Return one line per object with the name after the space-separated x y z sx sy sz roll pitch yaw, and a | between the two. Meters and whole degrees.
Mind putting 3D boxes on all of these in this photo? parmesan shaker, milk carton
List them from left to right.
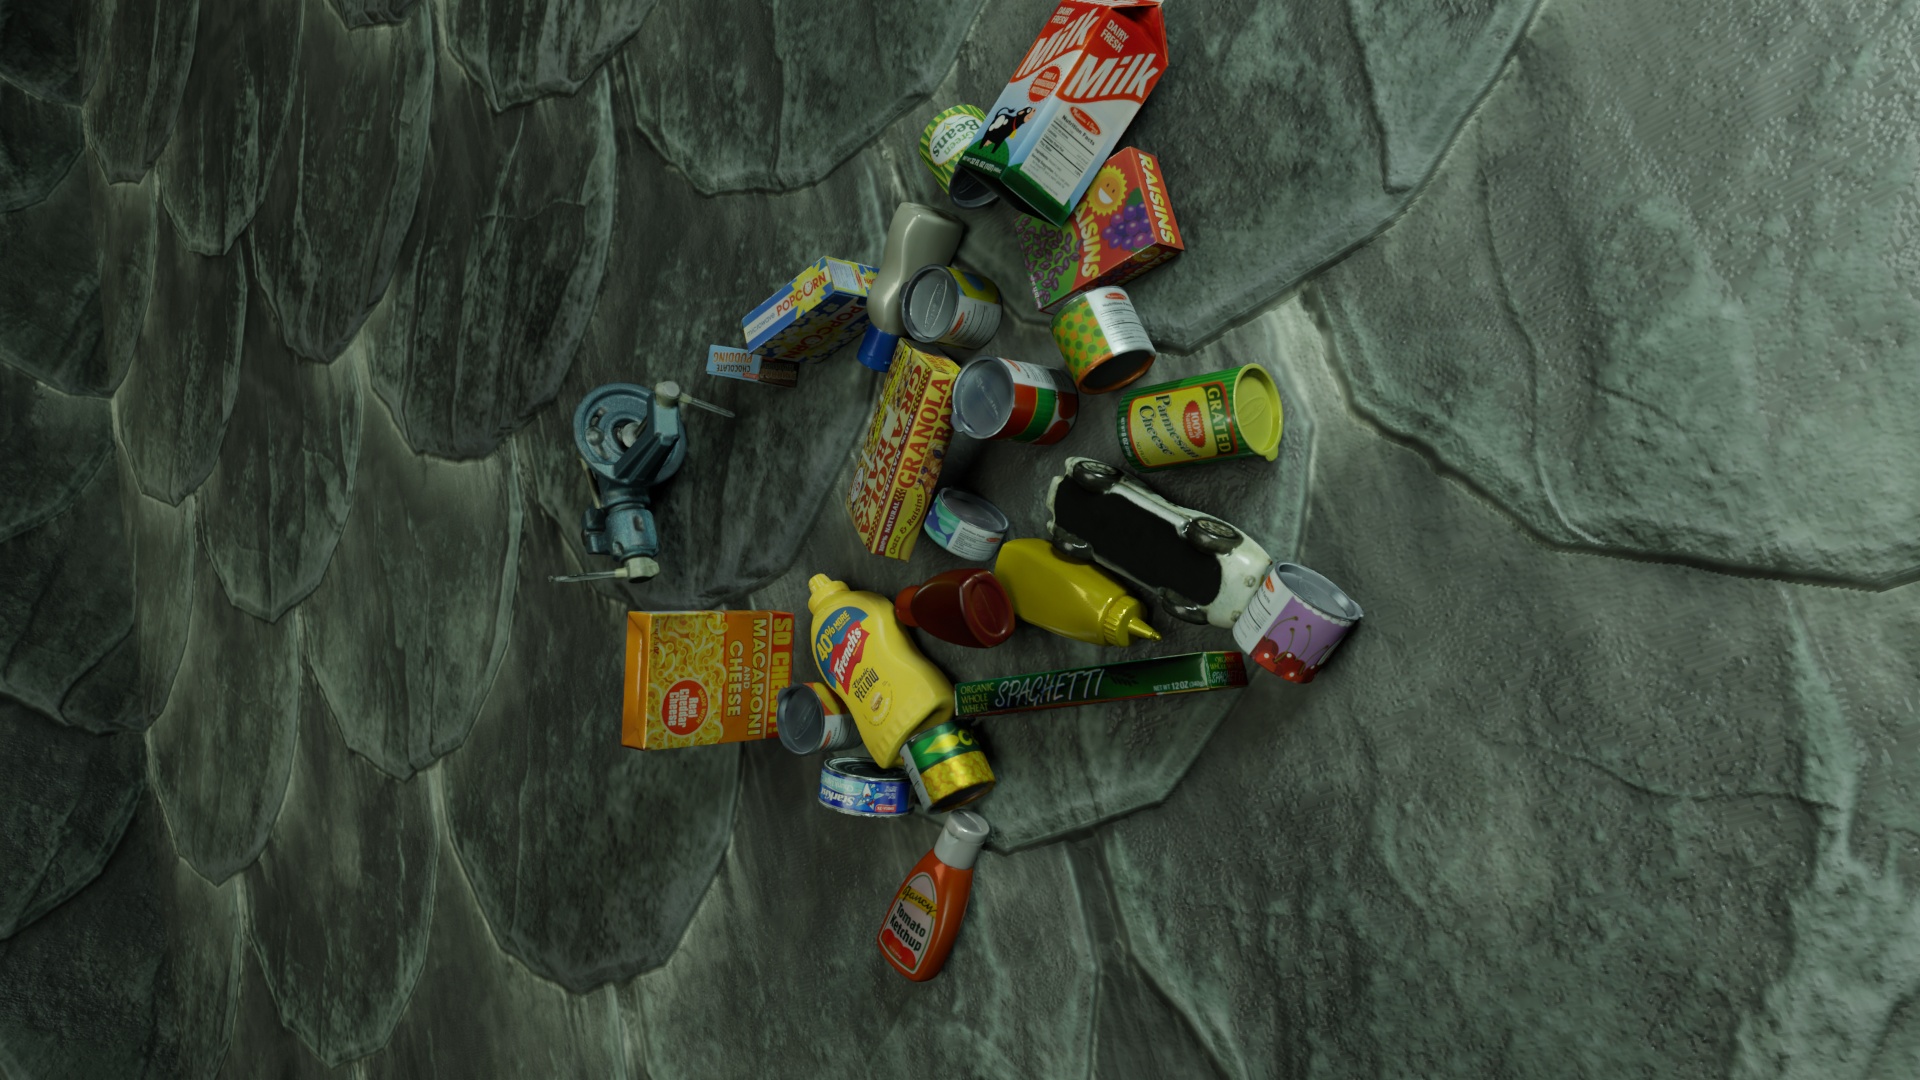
0.089 -0.345 1.068 0.190 0.073 0.072 -56 36 5 | milk carton
0.174 -0.084 1.013 0.103 0.071 0.071 -8 83 42 | parmesan shaker

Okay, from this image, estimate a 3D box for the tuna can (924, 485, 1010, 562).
0.004 -0.015 1.162 0.071 0.071 0.032 44 117 34 | tuna can

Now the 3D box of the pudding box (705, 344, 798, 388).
-0.206 -0.171 1.367 0.084 0.050 0.030 14 96 41 | pudding box

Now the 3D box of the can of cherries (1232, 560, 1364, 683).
0.232 0.058 0.955 0.072 0.071 0.058 45 117 33 | can of cherries

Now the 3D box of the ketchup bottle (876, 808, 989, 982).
-0.020 0.299 1.184 0.065 0.043 0.148 36 111 37 | ketchup bottle

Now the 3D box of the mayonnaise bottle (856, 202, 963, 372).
-0.050 -0.221 1.224 0.041 0.065 0.147 43 119 38 | mayonnaise bottle

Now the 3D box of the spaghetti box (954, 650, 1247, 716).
0.101 0.113 1.080 0.249 0.050 0.029 -13 78 41 | spaghetti box

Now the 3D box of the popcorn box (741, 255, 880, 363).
-0.129 -0.209 1.276 0.126 0.085 0.038 -27 70 38 | popcorn box

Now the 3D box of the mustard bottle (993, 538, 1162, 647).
0.096 0.049 1.087 0.160 0.049 0.065 27 115 39 | mustard bottle

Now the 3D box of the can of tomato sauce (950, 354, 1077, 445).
0.043 -0.110 1.118 0.071 0.083 0.071 -2 87 42 | can of tomato sauce

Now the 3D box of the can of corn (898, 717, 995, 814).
-0.008 0.189 1.165 0.071 0.071 0.058 -40 64 34 | can of corn

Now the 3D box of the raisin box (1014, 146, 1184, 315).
0.108 -0.241 1.097 0.123 0.040 0.086 -25 71 40 | raisin box

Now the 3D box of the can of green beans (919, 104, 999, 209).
0.006 -0.324 1.173 0.071 0.071 0.058 -48 58 30 | can of green beans

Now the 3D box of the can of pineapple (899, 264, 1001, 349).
-0.008 -0.200 1.186 0.071 0.058 0.071 -2 86 42 | can of pineapple

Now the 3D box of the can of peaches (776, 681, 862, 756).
-0.127 0.161 1.276 0.071 0.058 0.071 -2 87 43 | can of peaches

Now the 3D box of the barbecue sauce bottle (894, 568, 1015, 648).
-0.010 0.056 1.155 0.148 0.044 0.064 -4 111 64 | barbecue sauce bottle

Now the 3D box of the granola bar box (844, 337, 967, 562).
-0.049 -0.081 1.193 0.124 0.039 0.165 -127 54 -65 | granola bar box

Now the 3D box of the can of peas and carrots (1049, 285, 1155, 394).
0.109 -0.153 1.074 0.070 0.071 0.059 -37 65 35 | can of peas and carrots

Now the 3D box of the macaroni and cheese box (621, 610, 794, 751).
-0.234 0.127 1.301 0.040 0.167 0.123 3 90 42 | macaroni and cheese box
